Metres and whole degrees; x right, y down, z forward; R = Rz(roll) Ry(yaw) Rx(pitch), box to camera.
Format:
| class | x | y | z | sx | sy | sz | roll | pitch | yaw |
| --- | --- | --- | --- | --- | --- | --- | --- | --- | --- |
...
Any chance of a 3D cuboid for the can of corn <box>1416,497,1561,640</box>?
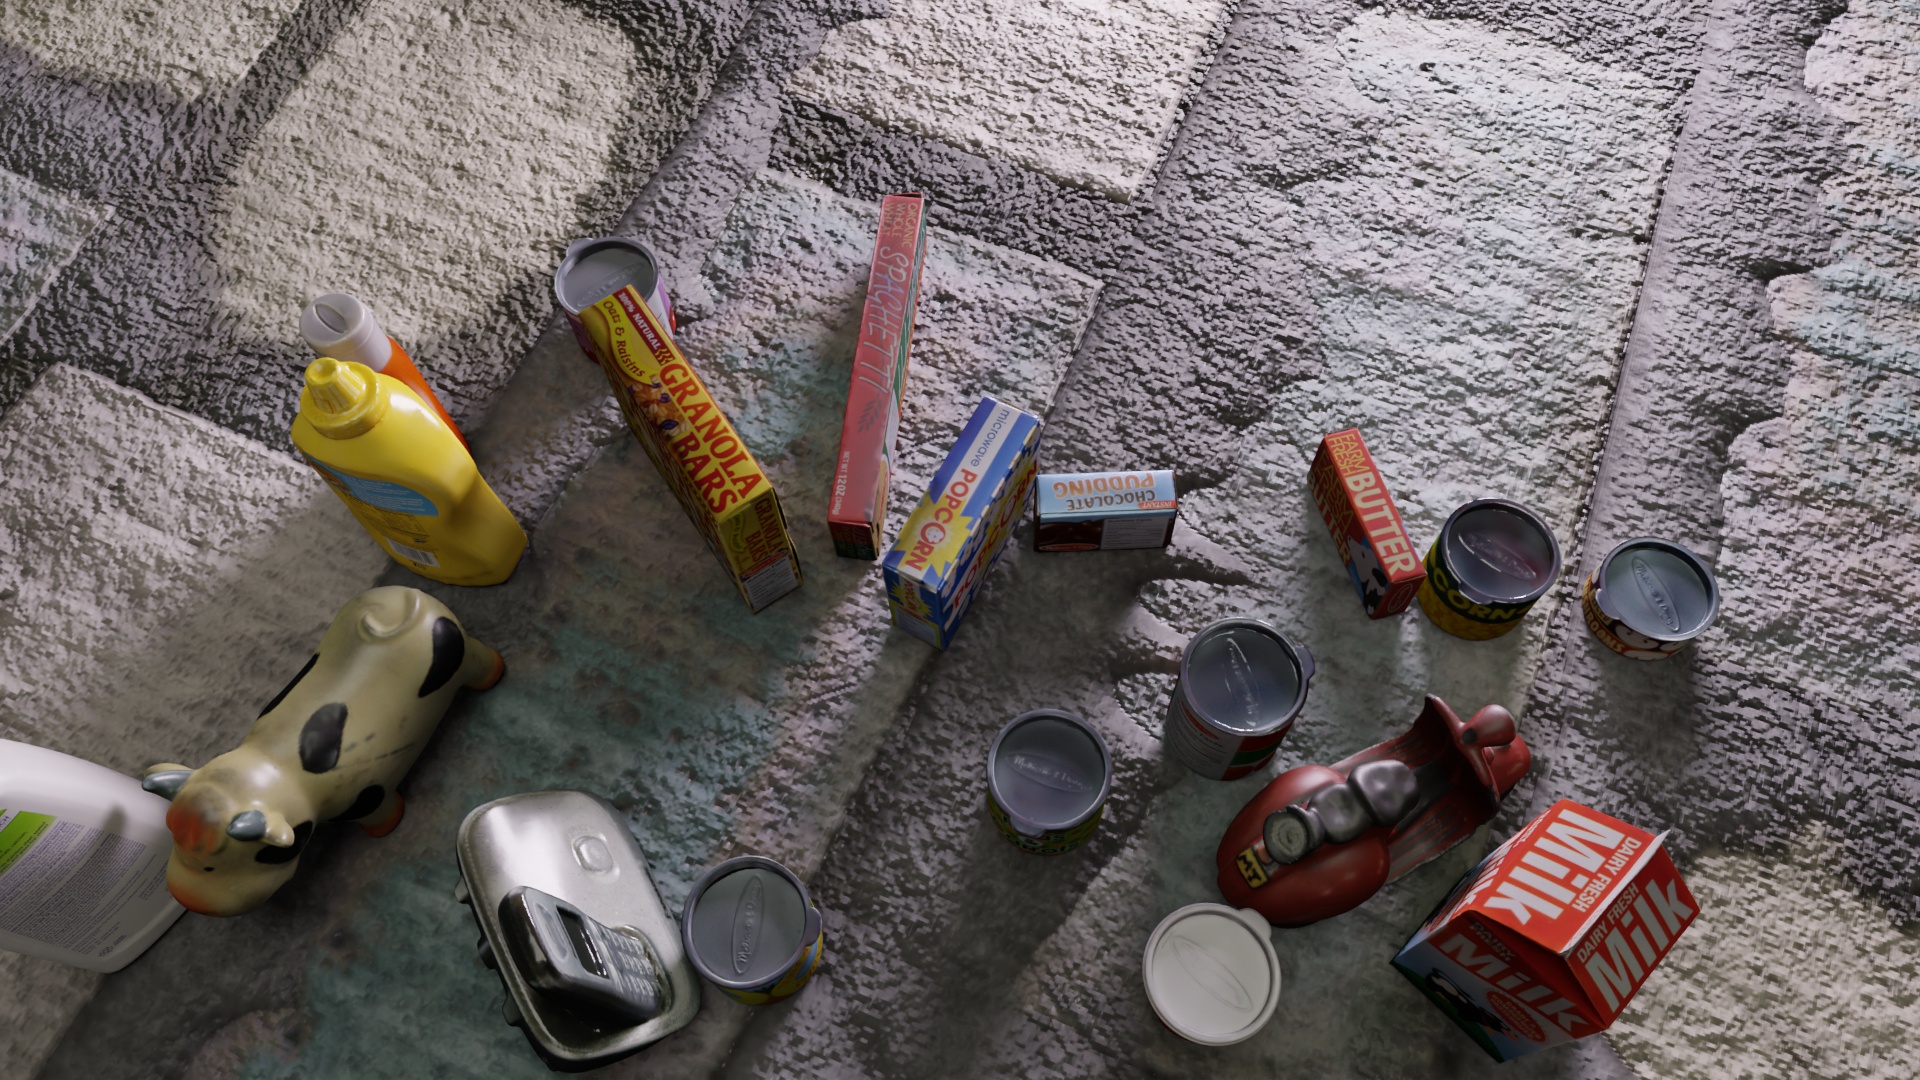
| class | x | y | z | sx | sy | sz | roll | pitch | yaw |
| --- | --- | --- | --- | --- | --- | --- | --- | --- | --- |
| can of corn | 0.301 | 0.020 | 0.801 | 0.071 | 0.058 | 0.071 | -1 | 63 | 1 |

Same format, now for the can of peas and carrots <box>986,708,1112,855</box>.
| class | x | y | z | sx | sy | sz | roll | pitch | yaw |
| --- | --- | --- | --- | --- | --- | --- | --- | --- | --- |
| can of peas and carrots | 0.046 | 0.134 | 0.750 | 0.071 | 0.058 | 0.071 | -1 | 63 | 1 |

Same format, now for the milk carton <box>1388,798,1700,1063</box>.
| class | x | y | z | sx | sy | sz | roll | pitch | yaw |
| --- | --- | --- | --- | --- | --- | --- | --- | --- | --- |
| milk carton | 0.271 | 0.182 | 0.646 | 0.072 | 0.189 | 0.073 | -42 | 70 | -17 |

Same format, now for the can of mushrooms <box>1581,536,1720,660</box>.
| class | x | y | z | sx | sy | sz | roll | pitch | yaw |
| --- | --- | --- | --- | --- | --- | --- | --- | --- | --- |
| can of mushrooms | 0.397 | 0.034 | 0.805 | 0.071 | 0.033 | 0.071 | -1 | 63 | 1 |

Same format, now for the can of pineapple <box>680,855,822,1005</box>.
| class | x | y | z | sx | sy | sz | roll | pitch | yaw |
| --- | --- | --- | --- | --- | --- | --- | --- | --- | --- |
| can of pineapple | -0.105 | 0.204 | 0.719 | 0.071 | 0.057 | 0.071 | -1 | 63 | 1 |

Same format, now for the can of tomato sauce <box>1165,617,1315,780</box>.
| class | x | y | z | sx | sy | sz | roll | pitch | yaw |
| --- | --- | --- | --- | --- | --- | --- | --- | --- | --- |
| can of tomato sauce | 0.150 | 0.087 | 0.757 | 0.071 | 0.082 | 0.071 | -1 | 63 | 1 |

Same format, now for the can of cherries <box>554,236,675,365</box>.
| class | x | y | z | sx | sy | sz | roll | pitch | yaw |
| --- | --- | --- | --- | --- | --- | --- | --- | --- | --- |
| can of cherries | -0.224 | -0.155 | 0.904 | 0.071 | 0.058 | 0.072 | -1 | 63 | 1 |

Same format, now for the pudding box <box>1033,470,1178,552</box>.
| class | x | y | z | sx | sy | sz | roll | pitch | yaw |
| --- | --- | --- | --- | --- | --- | --- | --- | --- | --- |
| pudding box | 0.085 | -0.017 | 0.830 | 0.084 | 0.049 | 0.030 | -3 | 63 | 0 |

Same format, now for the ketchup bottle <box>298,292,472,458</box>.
| class | x | y | z | sx | sy | sz | roll | pitch | yaw |
| --- | --- | --- | --- | --- | --- | --- | --- | --- | --- |
| ketchup bottle | -0.341 | -0.089 | 0.823 | 0.065 | 0.148 | 0.044 | 38 | 70 | 18 |

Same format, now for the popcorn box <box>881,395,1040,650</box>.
| class | x | y | z | sx | sy | sz | roll | pitch | yaw |
| --- | --- | --- | --- | --- | --- | --- | --- | --- | --- |
| popcorn box | 0.003 | -0.010 | 0.809 | 0.038 | 0.085 | 0.127 | 25 | 67 | 13 |

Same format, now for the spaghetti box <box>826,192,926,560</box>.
| class | x | y | z | sx | sy | sz | roll | pitch | yaw |
| --- | --- | --- | --- | --- | --- | --- | --- | --- | --- |
| spaghetti box | -0.050 | -0.109 | 0.880 | 0.029 | 0.050 | 0.251 | 5 | 63 | 4 |

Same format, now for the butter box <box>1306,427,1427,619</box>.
| class | x | y | z | sx | sy | sz | roll | pitch | yaw |
| --- | --- | --- | --- | --- | --- | --- | --- | --- | --- |
| butter box | 0.238 | -0.010 | 0.821 | 0.024 | 0.053 | 0.104 | -15 | 64 | -5 |

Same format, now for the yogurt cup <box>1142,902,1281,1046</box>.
| class | x | y | z | sx | sy | sz | roll | pitch | yaw |
| --- | --- | --- | --- | --- | --- | --- | --- | --- | --- |
| yogurt cup | 0.124 | 0.223 | 0.705 | 0.072 | 0.053 | 0.072 | -1 | 63 | 1 |

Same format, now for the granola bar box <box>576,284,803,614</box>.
| class | x | y | z | sx | sy | sz | roll | pitch | yaw |
| --- | --- | --- | --- | --- | --- | --- | --- | --- | --- |
| granola bar box | -0.155 | -0.052 | 0.813 | 0.039 | 0.123 | 0.166 | -32 | 67 | -13 |
